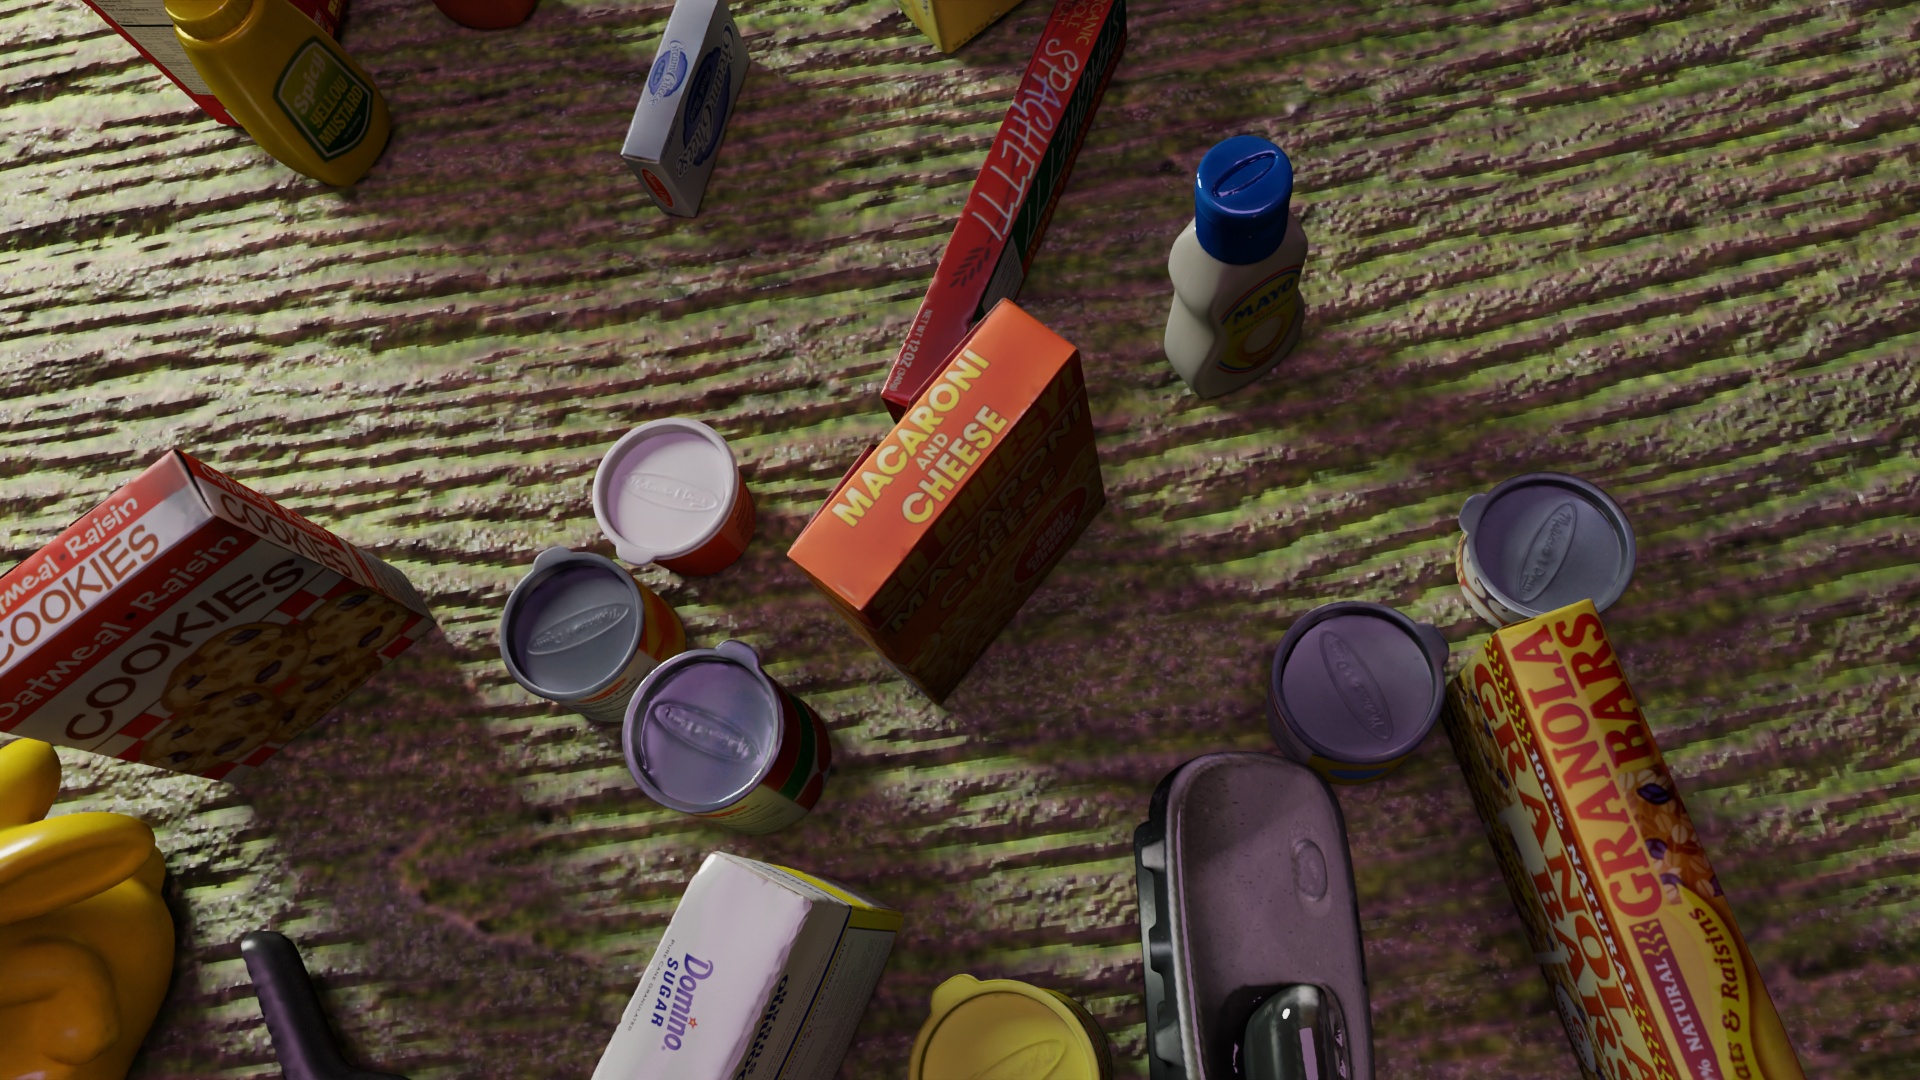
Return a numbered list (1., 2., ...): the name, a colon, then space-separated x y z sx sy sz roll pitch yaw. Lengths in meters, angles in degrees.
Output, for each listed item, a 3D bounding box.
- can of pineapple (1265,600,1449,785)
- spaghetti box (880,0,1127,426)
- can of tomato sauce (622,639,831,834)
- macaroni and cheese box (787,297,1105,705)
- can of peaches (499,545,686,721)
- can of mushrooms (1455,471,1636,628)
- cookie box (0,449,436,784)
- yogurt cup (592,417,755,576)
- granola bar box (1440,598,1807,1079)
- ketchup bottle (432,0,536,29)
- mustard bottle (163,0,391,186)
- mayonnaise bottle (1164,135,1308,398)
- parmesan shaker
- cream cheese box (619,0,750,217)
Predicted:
1. can of pineapple: 0.161 0.063 0.568 0.071 0.057 0.071 -3 71 8
2. spaghetti box: 0.026 -0.163 0.671 0.029 0.050 0.250 19 75 15
3. can of tomato sauce: -0.096 0.085 0.589 0.071 0.083 0.071 -3 71 8
4. macaroni and cheese box: 0.002 -0.007 0.560 0.040 0.166 0.124 36 81 18
5. can of peaches: -0.165 0.043 0.628 0.071 0.058 0.071 -3 71 8
6. can of mushrooms: 0.244 0.006 0.587 0.071 0.033 0.071 -3 71 8
7. cookie box: -0.325 0.040 0.596 0.123 0.167 0.040 -39 70 -5
8. yogurt cup: -0.128 -0.016 0.644 0.072 0.053 0.072 -3 71 8
9. granola bar box: 0.228 0.118 0.503 0.039 0.124 0.166 -17 70 4
10. ketchup bottle: -0.280 -0.332 0.726 0.065 0.148 0.043 15 75 14
11. mustard bottle: -0.352 -0.244 0.701 0.049 0.160 0.065 21 77 15
12. mayonnaise bottle: 0.117 -0.113 0.587 0.065 0.147 0.041 -33 70 -2
13. parmesan shaker: 0.021 0.198 0.521 0.071 0.103 0.071 -3 71 8
14. cream cheese box: -0.141 -0.226 0.718 0.024 0.053 0.104 11 74 13
